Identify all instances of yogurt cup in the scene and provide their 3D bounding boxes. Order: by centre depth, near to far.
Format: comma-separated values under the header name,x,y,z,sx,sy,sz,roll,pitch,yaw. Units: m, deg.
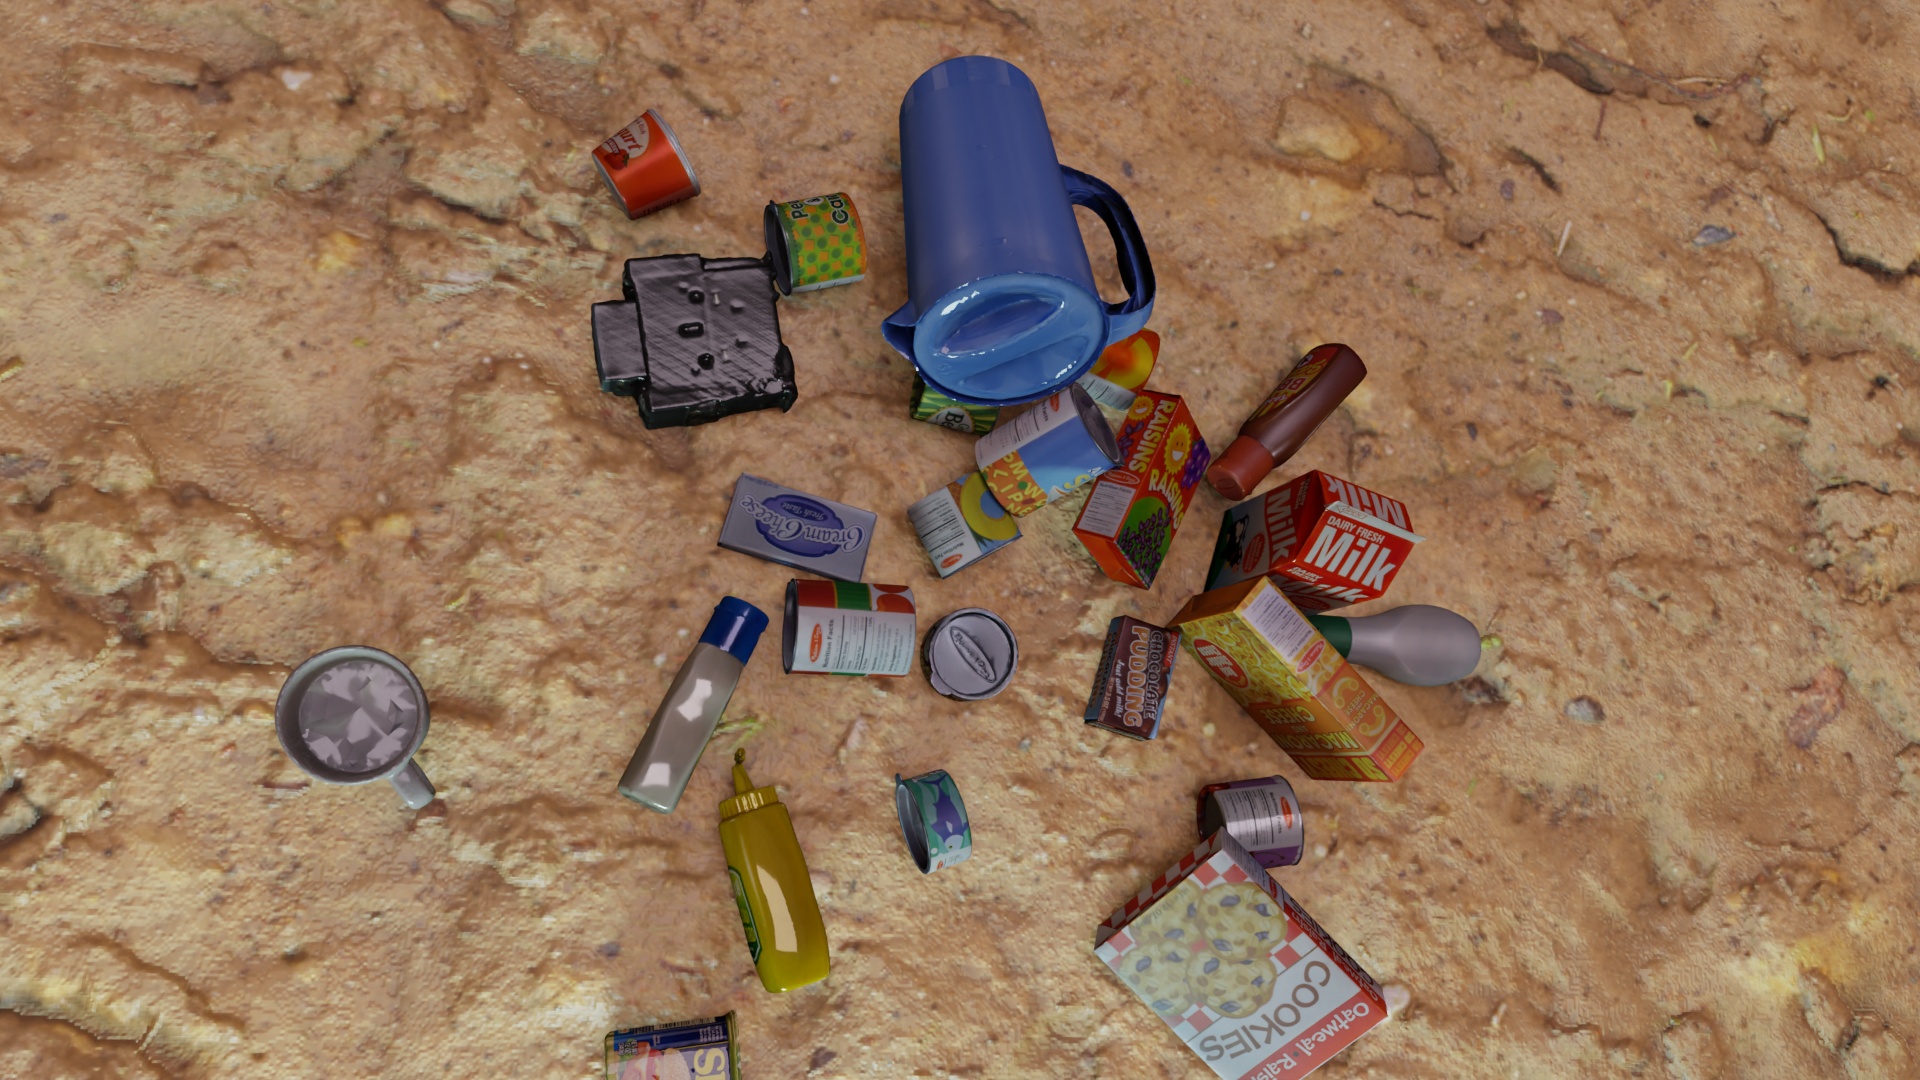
name,x,y,z,sx,sy,sz,roll,pitch,yaw
yogurt cup,-0.225,-0.264,0.986,0.054,0.072,0.072,-32,90,-10

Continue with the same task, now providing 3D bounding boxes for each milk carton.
name,x,y,z,sx,sy,sz,roll,pitch,yaw
milk carton,0.252,0.004,0.998,0.072,0.190,0.073,20,75,-11

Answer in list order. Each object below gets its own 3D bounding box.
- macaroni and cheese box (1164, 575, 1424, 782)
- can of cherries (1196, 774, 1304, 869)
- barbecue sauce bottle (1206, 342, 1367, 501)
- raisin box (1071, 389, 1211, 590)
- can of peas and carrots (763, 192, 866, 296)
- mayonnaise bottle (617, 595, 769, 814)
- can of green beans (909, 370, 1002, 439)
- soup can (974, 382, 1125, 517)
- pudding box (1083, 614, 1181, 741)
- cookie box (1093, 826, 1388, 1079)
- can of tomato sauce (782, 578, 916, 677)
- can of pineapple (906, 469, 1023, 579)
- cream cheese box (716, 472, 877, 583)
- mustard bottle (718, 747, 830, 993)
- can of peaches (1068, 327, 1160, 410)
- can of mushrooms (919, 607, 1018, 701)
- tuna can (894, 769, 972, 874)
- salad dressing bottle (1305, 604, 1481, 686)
name,x,y,z,sx,sy,sz,roll,pitch,yaw
macaroni and cheese box,0.241,0.104,1.012,0.166,0.123,0.040,46,74,-4
can of cherries,0.210,0.209,1.015,0.058,0.071,0.071,-6,82,-10
barbecue sauce bottle,0.251,-0.091,1.079,0.149,0.064,0.043,-45,101,-20
raisin box,0.137,-0.038,1.029,0.040,0.086,0.124,16,71,33
can of peas and carrots,-0.106,-0.217,1.006,0.059,0.071,0.071,-15,84,-18
mayonnaise bottle,-0.177,0.109,0.932,0.041,0.064,0.148,30,70,-11
can of green beans,-0.001,-0.114,1.017,0.058,0.071,0.071,13,77,-12
soup can,0.064,-0.061,0.989,0.083,0.071,0.071,-30,89,20
pudding box,0.128,0.103,1.031,0.050,0.030,0.084,20,76,-12
cookie box,0.196,0.302,0.977,0.167,0.040,0.122,45,107,-4
can of tomato sauce,-0.078,0.060,0.966,0.083,0.071,0.071,4,79,-15
can of pineapple,0.004,-0.013,1.001,0.071,0.071,0.058,-28,88,-18
cream cheese box,-0.115,-0.007,0.988,0.104,0.024,0.053,17,76,-12
mustard bottle,-0.130,0.217,0.926,0.049,0.065,0.160,-14,78,-22
can of peaches,0.112,-0.141,1.052,0.058,0.071,0.071,23,75,-11
can of mushrooms,0.004,0.084,0.999,0.071,0.033,0.071,3,80,-15
tuna can,-0.019,0.190,0.957,0.033,0.071,0.071,-14,84,-18
salad dressing bottle,0.329,0.079,1.083,0.148,0.044,0.064,5,81,-13
